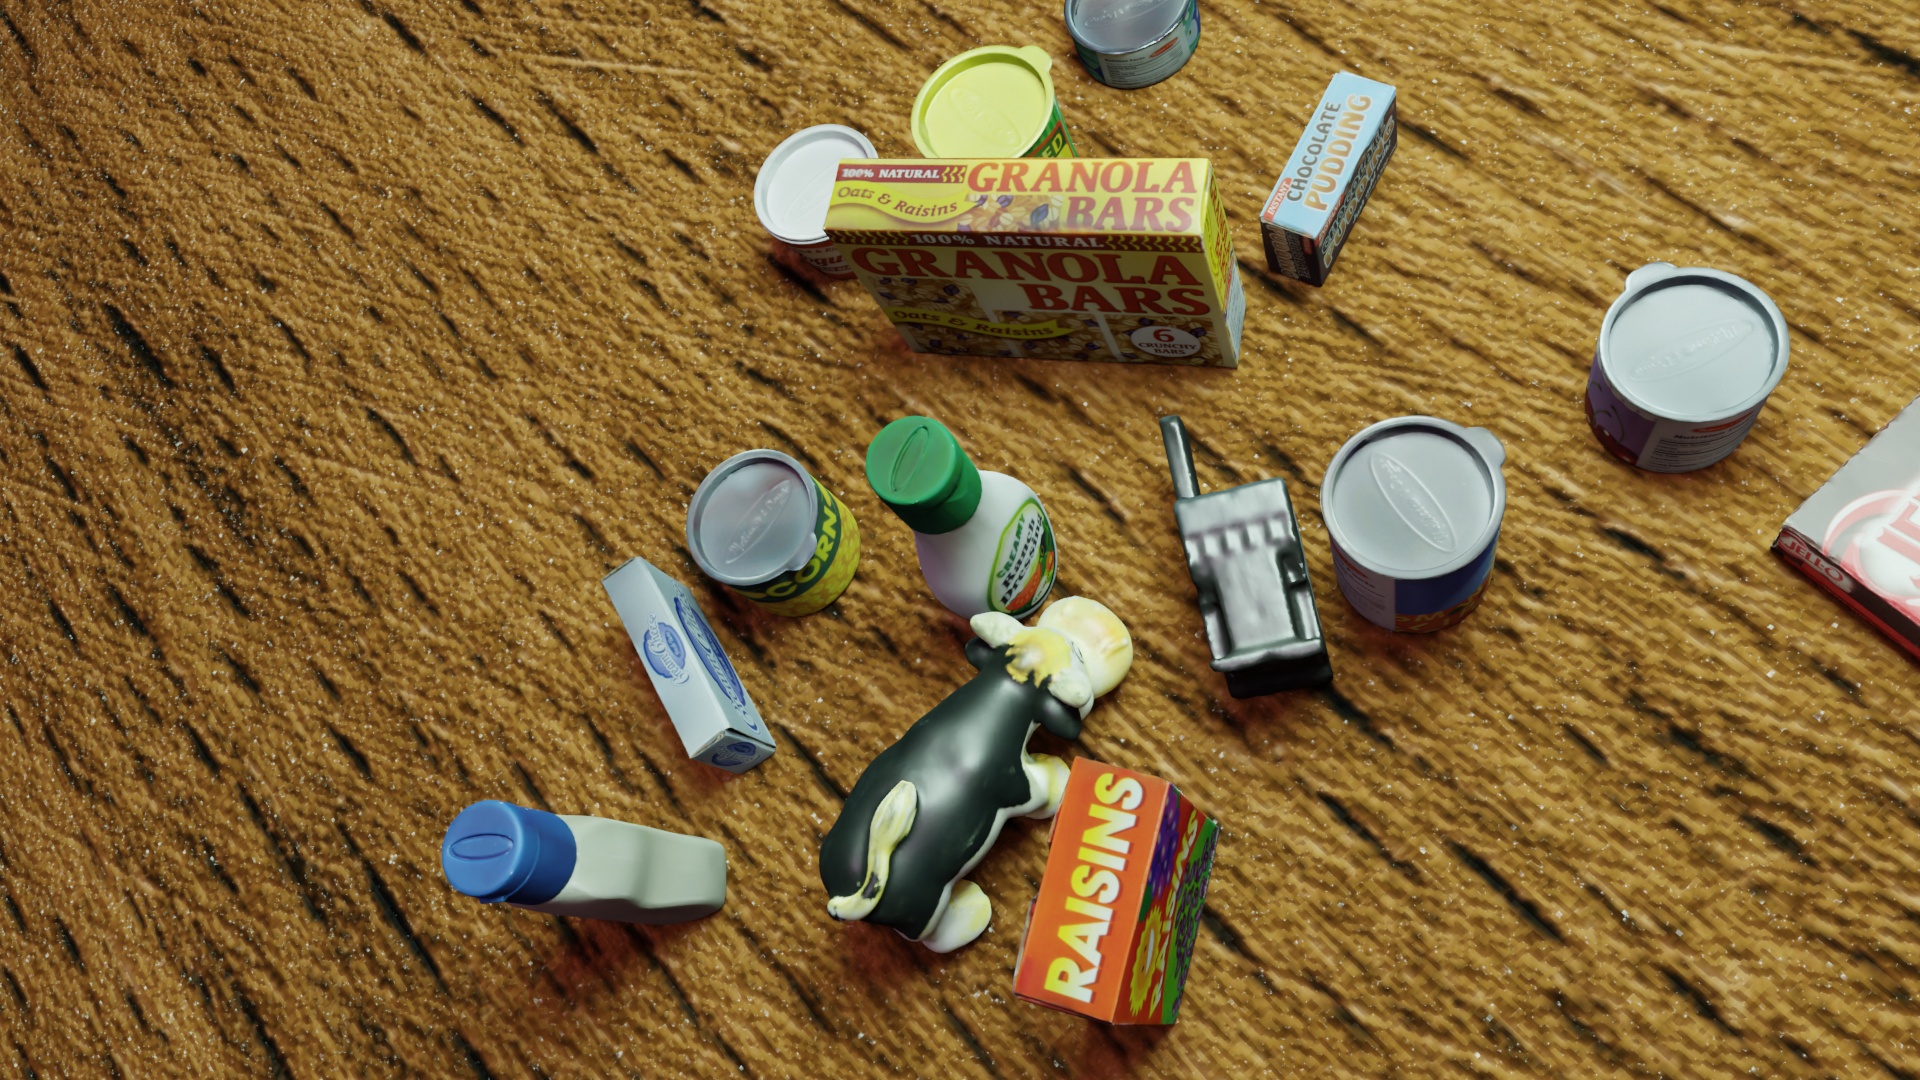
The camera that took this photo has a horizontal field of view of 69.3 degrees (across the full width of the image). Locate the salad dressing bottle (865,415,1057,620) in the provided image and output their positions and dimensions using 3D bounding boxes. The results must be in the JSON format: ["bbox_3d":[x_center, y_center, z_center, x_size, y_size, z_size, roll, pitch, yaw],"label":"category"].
[{"bbox_3d":[0.002,-0.007,0.584,0.044,0.147,0.064,20,79,23],"label":"salad dressing bottle"}]

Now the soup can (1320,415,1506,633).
[{"bbox_3d":[0.184,-0.005,0.559,0.071,0.083,0.071,-6,70,16],"label":"soup can"}]

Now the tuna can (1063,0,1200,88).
[{"bbox_3d":[0.088,-0.270,0.714,0.071,0.032,0.071,-6,70,16],"label":"tuna can"}]

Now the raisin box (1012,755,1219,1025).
[{"bbox_3d":[0.063,0.136,0.526,0.040,0.123,0.086,11,76,22],"label":"raisin box"}]

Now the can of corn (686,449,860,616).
[{"bbox_3d":[-0.085,-0.001,0.660,0.071,0.058,0.071,-6,70,16],"label":"can of corn"}]

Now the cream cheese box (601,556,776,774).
[{"bbox_3d":[-0.128,0.059,0.655,0.024,0.053,0.104,-36,64,4],"label":"cream cheese box"}]

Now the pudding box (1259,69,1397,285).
[{"bbox_3d":[0.170,-0.167,0.640,0.030,0.049,0.084,25,81,24],"label":"pudding box"}]

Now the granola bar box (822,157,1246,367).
[{"bbox_3d":[0.038,-0.125,0.627,0.165,0.124,0.039,6,74,20],"label":"granola bar box"}]

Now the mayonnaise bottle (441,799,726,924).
[{"bbox_3d":[-0.156,0.137,0.584,0.065,0.148,0.041,-8,69,16],"label":"mayonnaise bottle"}]

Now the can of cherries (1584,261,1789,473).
[{"bbox_3d":[0.290,-0.070,0.561,0.071,0.058,0.071,-6,70,16],"label":"can of cherries"}]

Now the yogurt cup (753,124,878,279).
[{"bbox_3d":[-0.065,-0.171,0.717,0.072,0.054,0.072,-6,70,16],"label":"yogurt cup"}]

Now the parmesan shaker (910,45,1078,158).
[{"bbox_3d":[0.027,-0.178,0.662,0.071,0.103,0.071,-6,70,16],"label":"parmesan shaker"}]
